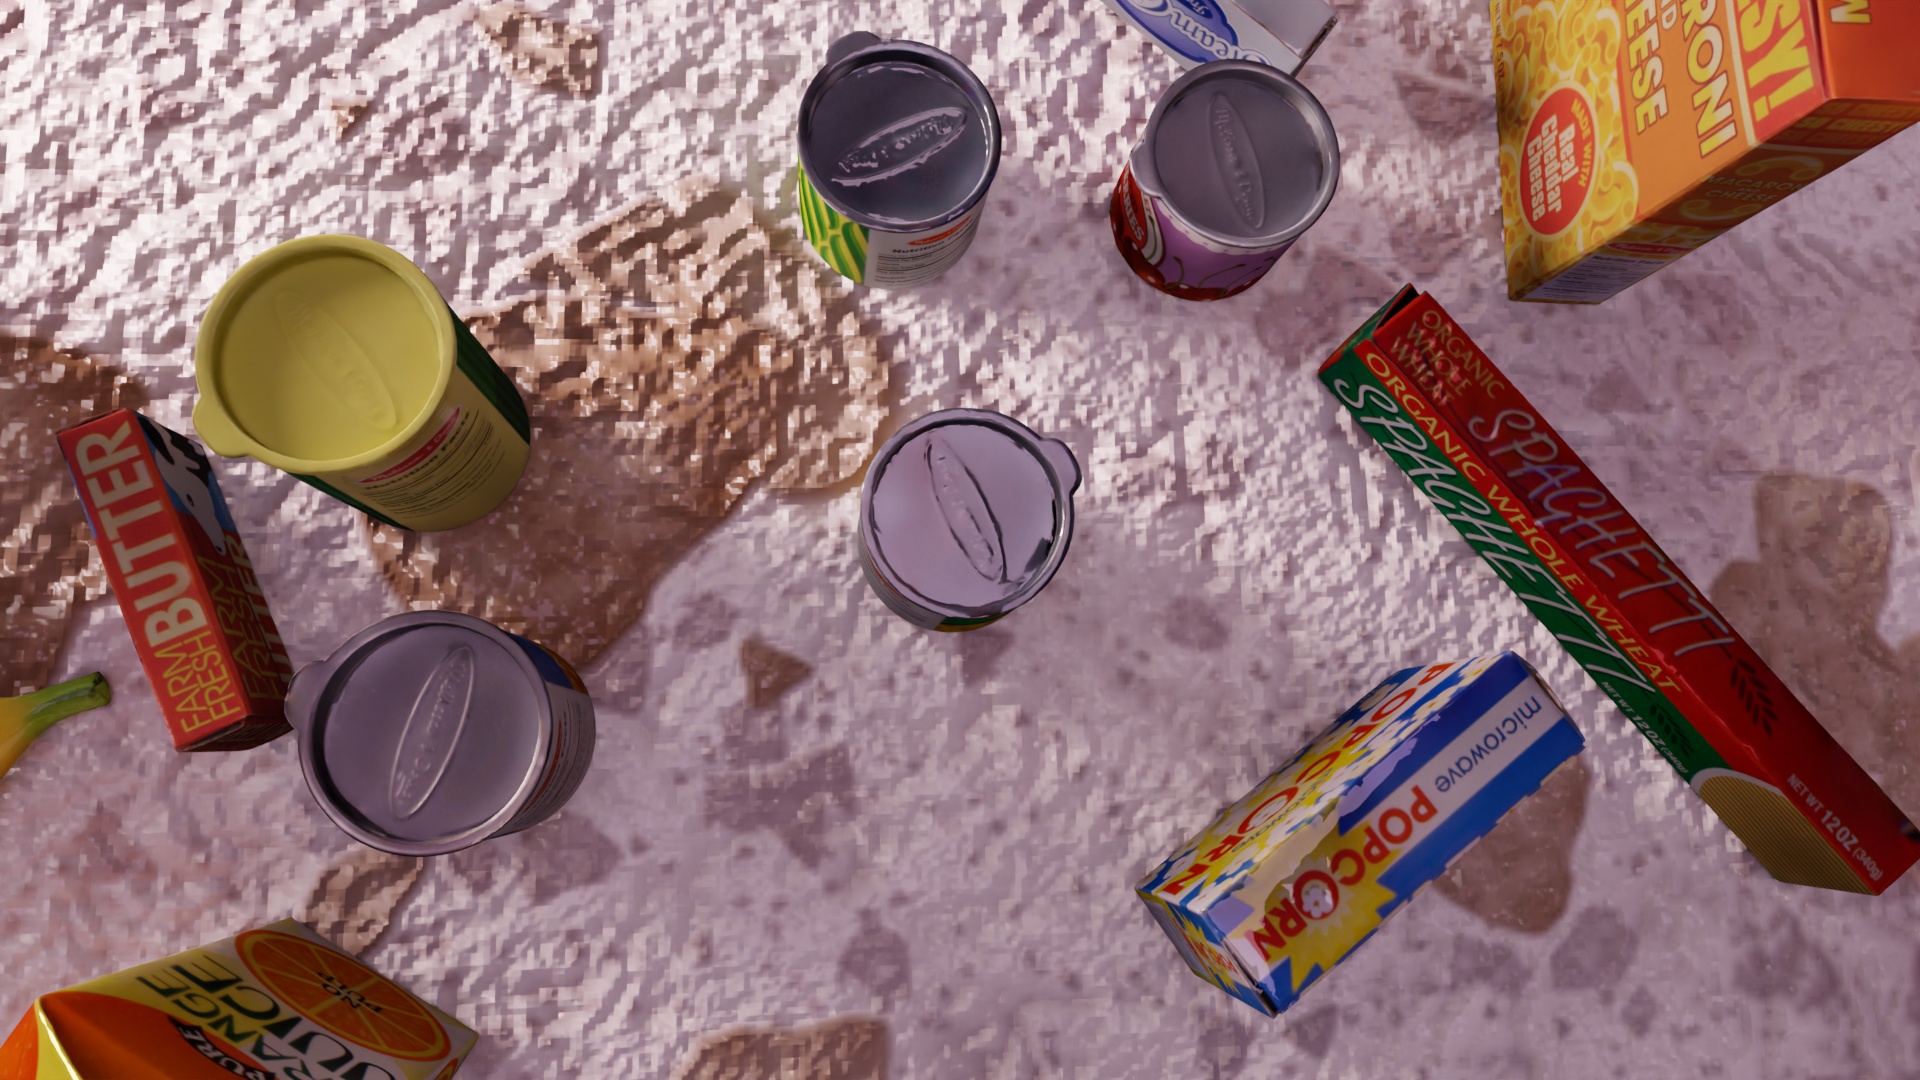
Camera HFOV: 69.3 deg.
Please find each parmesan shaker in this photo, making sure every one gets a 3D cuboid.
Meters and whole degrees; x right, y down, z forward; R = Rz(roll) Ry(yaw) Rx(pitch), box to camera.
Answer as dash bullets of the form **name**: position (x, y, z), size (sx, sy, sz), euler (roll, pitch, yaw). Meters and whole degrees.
- **parmesan shaker**: position (-0.175, -0.041, 0.417), size (0.071, 0.103, 0.071), euler (1, 81, -6)

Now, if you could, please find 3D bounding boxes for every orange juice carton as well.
- **orange juice carton**: position (-0.189, 0.152, 0.338), size (0.073, 0.192, 0.072), euler (32, 79, -1)

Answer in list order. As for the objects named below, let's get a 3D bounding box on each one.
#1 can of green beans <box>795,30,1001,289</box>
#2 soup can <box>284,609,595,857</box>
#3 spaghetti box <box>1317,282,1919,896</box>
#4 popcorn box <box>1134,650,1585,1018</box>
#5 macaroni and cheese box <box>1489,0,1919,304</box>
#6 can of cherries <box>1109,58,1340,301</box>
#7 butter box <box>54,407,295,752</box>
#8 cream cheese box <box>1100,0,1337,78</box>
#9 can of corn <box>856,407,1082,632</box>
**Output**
- **can of green beans**: position (-0.022, -0.125, 0.471), size (0.071, 0.057, 0.071), euler (1, 81, -6)
- **soup can**: position (-0.150, 0.056, 0.413), size (0.071, 0.083, 0.071), euler (1, 81, -6)
- **spaghetti box**: position (0.222, 0.018, 0.479), size (0.029, 0.050, 0.250), euler (-41, 87, -11)
- **popcorn box**: position (0.122, 0.089, 0.438), size (0.127, 0.085, 0.038), euler (-37, 87, -11)
- **macaroni and cheese box**: position (0.232, -0.161, 0.450), size (0.040, 0.166, 0.124), euler (1, 81, -6)
- **can of cherries**: position (0.087, -0.123, 0.483), size (0.071, 0.058, 0.071), euler (1, 81, -6)
- **butter box**: position (-0.237, 0.014, 0.426), size (0.024, 0.053, 0.103), euler (-23, 84, -9)
- **cream cheese box**: position (0.081, -0.199, 0.497), size (0.104, 0.053, 0.024), euler (39, 79, 1)
- **can of corn**: position (0.002, -0.006, 0.454), size (0.071, 0.058, 0.071), euler (1, 81, -6)
